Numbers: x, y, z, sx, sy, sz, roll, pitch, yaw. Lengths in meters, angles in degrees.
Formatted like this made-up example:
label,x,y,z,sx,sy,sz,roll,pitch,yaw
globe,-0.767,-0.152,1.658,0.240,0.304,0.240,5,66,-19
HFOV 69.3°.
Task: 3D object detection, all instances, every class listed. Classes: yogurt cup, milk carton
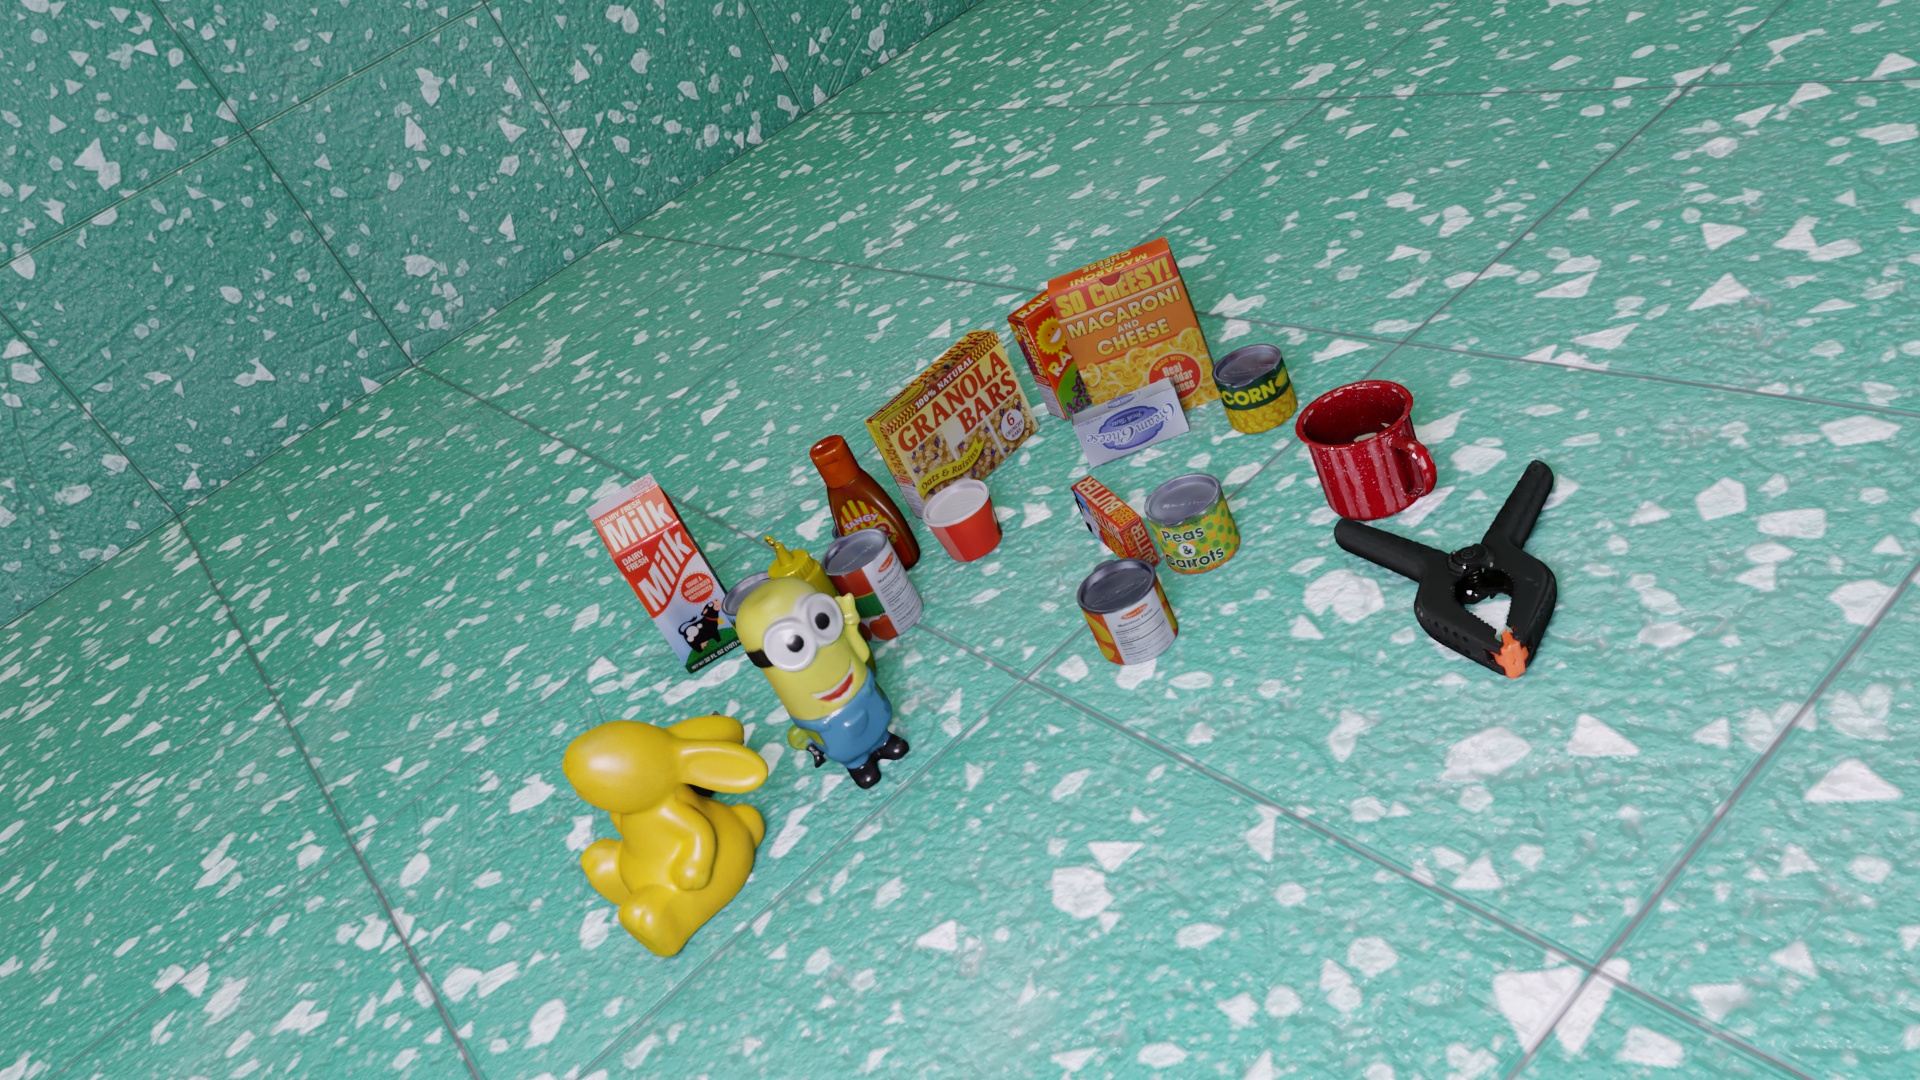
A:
label,x,y,z,sx,sy,sz,roll,pitch,yaw
yogurt cup,0.005,-0.016,1.316,0.072,0.053,0.073,-20,31,12
milk carton,-0.281,0.027,1.338,0.072,0.189,0.073,-31,30,-7

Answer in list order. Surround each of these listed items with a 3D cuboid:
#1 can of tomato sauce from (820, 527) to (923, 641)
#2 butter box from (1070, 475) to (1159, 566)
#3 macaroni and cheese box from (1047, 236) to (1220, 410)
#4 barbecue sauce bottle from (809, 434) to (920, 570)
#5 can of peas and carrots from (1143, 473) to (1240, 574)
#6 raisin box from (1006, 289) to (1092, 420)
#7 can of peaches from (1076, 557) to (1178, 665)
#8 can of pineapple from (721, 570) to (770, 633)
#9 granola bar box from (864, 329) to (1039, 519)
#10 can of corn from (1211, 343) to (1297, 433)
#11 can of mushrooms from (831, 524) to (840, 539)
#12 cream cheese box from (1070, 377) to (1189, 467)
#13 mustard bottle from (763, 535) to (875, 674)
label,x,y,z,sx,sy,sz,roll,pitch,yaw
can of tomato sauce,-0.081,0.041,1.266,0.071,0.082,0.071,-20,31,13
butter box,0.134,-0.014,1.211,0.024,0.053,0.104,-31,30,-6
macaroni and cheese box,0.171,-0.195,1.348,0.123,0.165,0.040,-19,31,14
barbecue sauce bottle,-0.095,-0.032,1.324,0.065,0.148,0.044,-20,30,12
can of peas and carrots,0.193,-0.012,1.156,0.071,0.058,0.071,-20,31,12
raisin box,0.112,-0.201,1.447,0.086,0.123,0.040,-35,31,-14
can of peaches,0.132,0.055,1.100,0.071,0.058,0.071,-20,31,12
can of pineapple,-0.186,0.072,1.326,0.071,0.057,0.071,-20,31,12
granola bar box,-0.006,-0.117,1.410,0.166,0.123,0.039,-43,33,-26
can of corn,0.273,-0.139,1.290,0.071,0.058,0.071,-20,31,12
can of mushrooms,-0.091,-0.010,1.401,0.071,0.033,0.071,-20,31,12
cream cheese box,0.164,-0.113,1.340,0.104,0.053,0.024,-21,30,10
mustard bottle,-0.126,0.057,1.199,0.049,0.159,0.065,-29,30,-2
